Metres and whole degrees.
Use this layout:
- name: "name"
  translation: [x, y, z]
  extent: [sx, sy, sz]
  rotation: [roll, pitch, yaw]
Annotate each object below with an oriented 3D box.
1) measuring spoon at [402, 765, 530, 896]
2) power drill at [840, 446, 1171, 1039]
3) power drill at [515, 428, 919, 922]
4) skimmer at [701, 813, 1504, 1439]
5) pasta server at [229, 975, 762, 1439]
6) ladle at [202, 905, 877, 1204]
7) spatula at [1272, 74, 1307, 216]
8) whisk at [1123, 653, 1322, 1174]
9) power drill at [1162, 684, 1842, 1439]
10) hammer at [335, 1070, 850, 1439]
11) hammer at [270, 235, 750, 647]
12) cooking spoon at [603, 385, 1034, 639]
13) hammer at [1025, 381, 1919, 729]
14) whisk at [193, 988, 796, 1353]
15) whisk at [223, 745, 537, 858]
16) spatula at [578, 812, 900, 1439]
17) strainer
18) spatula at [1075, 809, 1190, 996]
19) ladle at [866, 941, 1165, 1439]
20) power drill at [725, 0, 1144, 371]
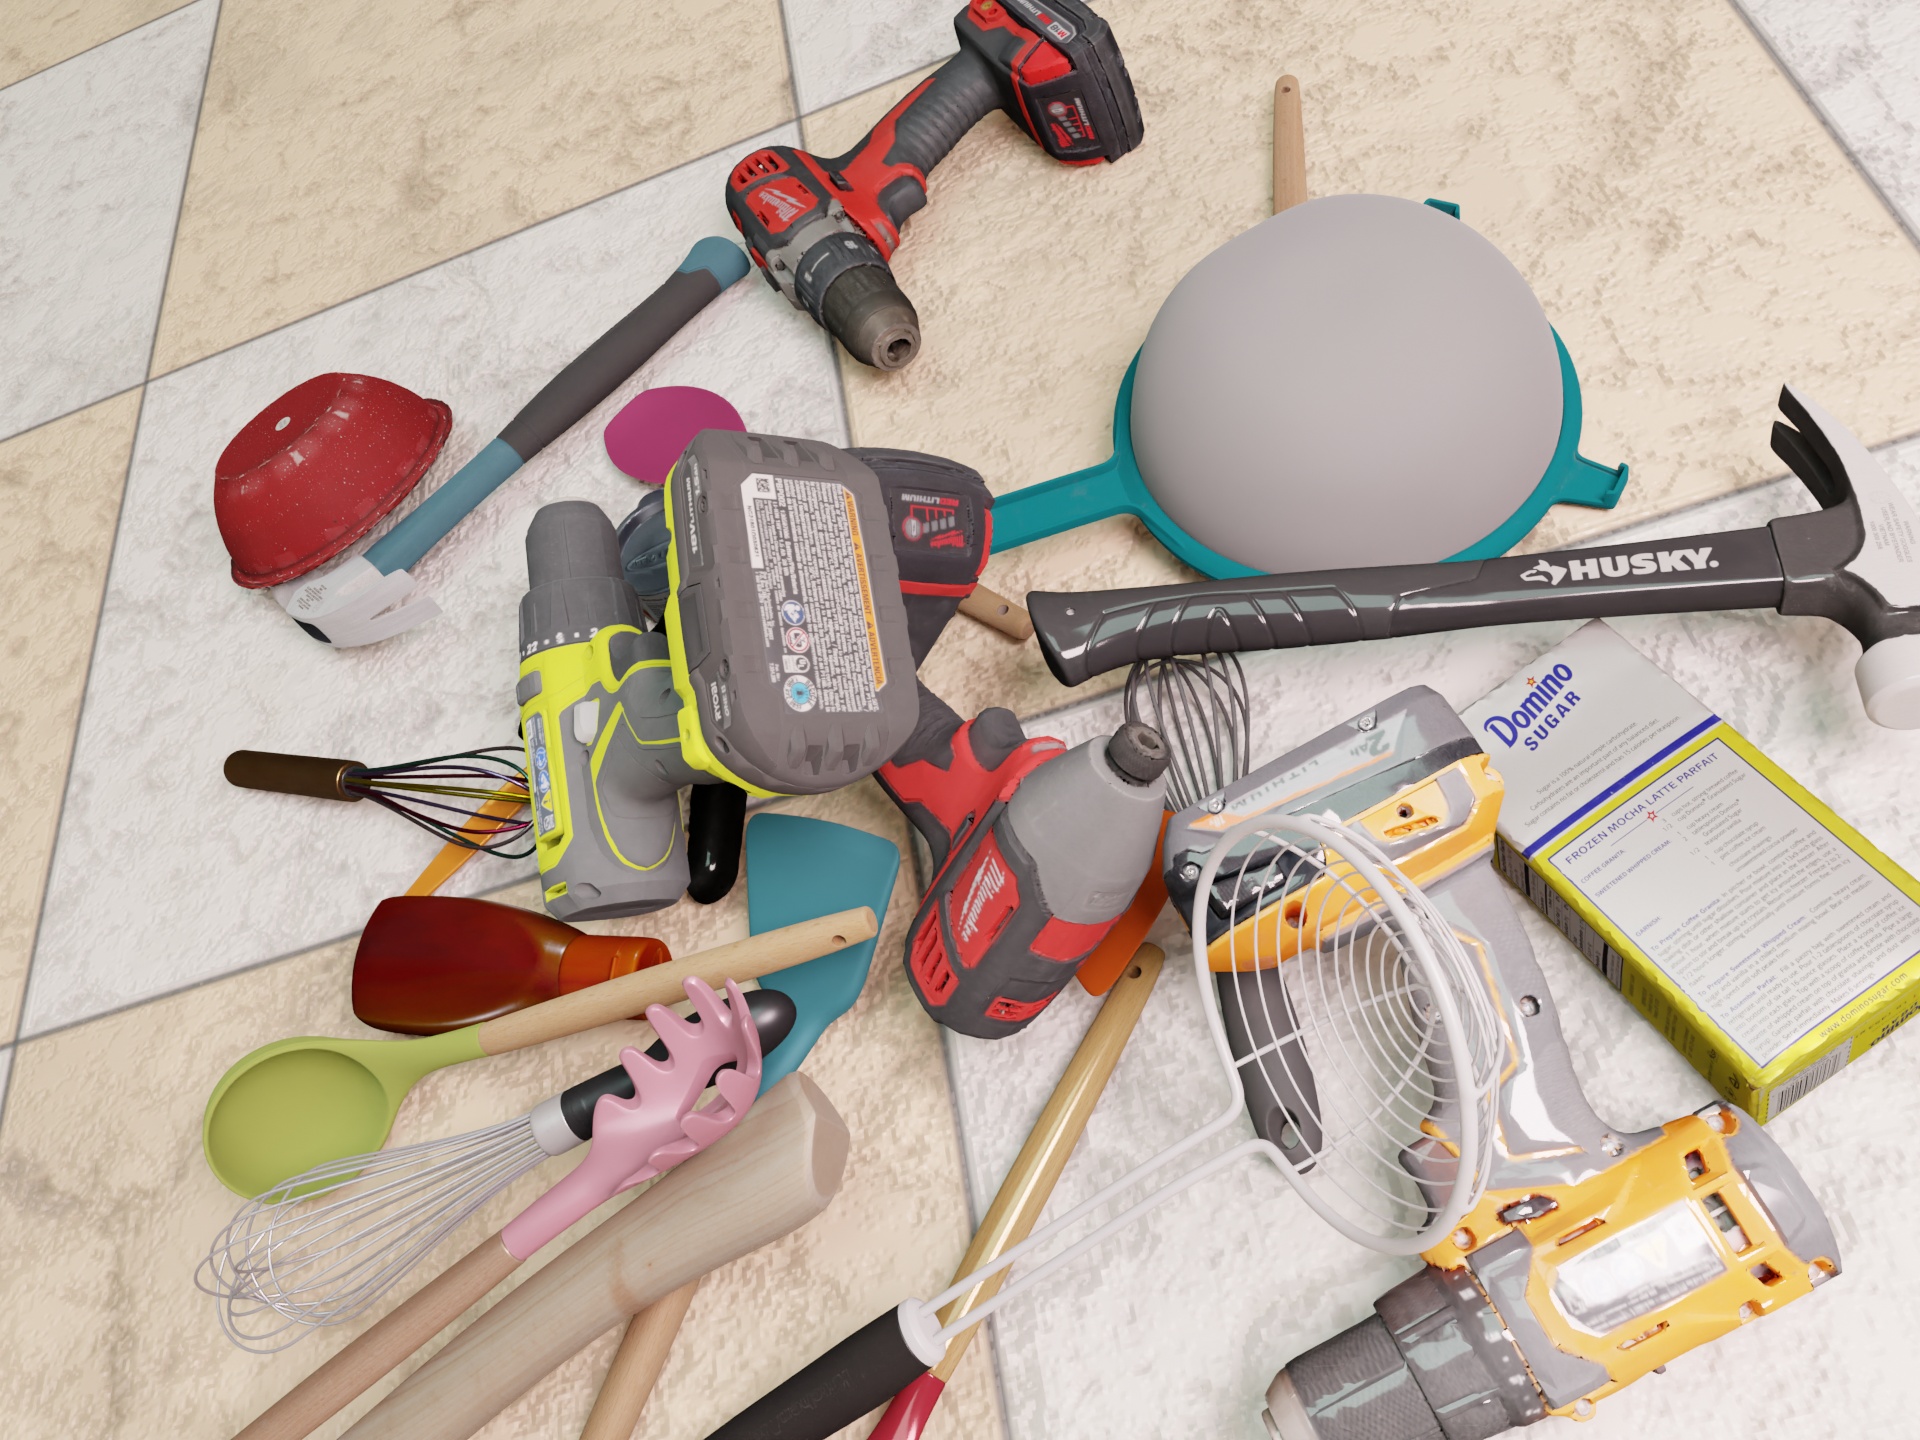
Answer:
- name: "measuring spoon"
  translation: [-0.246, 0.064, 0.797]
  extent: [0.021, 0.011, 0.117]
  rotation: [29, 70, 38]
- name: "power drill"
  translation: [-0.001, -0.002, 0.623]
  extent: [0.143, 0.078, 0.220]
  rotation: [-57, 47, 35]
- name: "power drill"
  translation: [-0.119, -0.030, 0.653]
  extent: [0.228, 0.080, 0.191]
  rotation: [-25, 71, 51]
- name: "skimmer"
  translation: [0.013, 0.167, 0.503]
  extent: [0.363, 0.090, 0.127]
  rotation: [-40, 58, 22]
- name: "pasta server"
  translation: [-0.193, 0.209, 0.596]
  extent: [0.316, 0.040, 0.060]
  rotation: [-38, 39, 3]
- name: "ladle"
  translation: [-0.181, 0.136, 0.669]
  extent: [0.320, 0.078, 0.062]
  rotation: [-19, 31, 17]
- name: "spatula"
  translation: [0.169, -0.212, 0.797]
  extent: [0.060, 0.018, 0.316]
  rotation: [-5, 60, 16]
- name: "whisk"
  translation: [0.108, 0.062, 0.637]
  extent: [0.055, 0.055, 0.239]
  rotation: [-16, 60, 12]
- name: "power drill"
  translation: [0.148, 0.125, 0.538]
  extent: [0.185, 0.084, 0.226]
  rotation: [-29, 71, 2]
- name: "hammer"
  translation: [-0.217, 0.269, 0.618]
  extent: [0.410, 0.038, 0.146]
  rotation: [-39, 52, 2]
- name: "hammer"
  translation: [-0.250, -0.165, 0.915]
  extent: [0.331, 0.033, 0.128]
  rotation: [-46, 40, -13]
- name: "cooking spoon"
  translation: [-0.082, -0.111, 0.833]
  extent: [0.319, 0.017, 0.069]
  rotation: [31, 72, 34]
- name: "hammer"
  translation: [0.190, -0.053, 0.625]
  extent: [0.335, 0.035, 0.146]
  rotation: [-4, 54, 14]
- name: "whisk"
  translation: [-0.190, 0.180, 0.650]
  extent: [0.284, 0.070, 0.070]
  rotation: [-28, 54, 9]
- name: "whisk"
  translation: [-0.291, 0.035, 0.810]
  extent: [0.245, 0.051, 0.047]
  rotation: [4, 21, 32]
- name: "spatula"
  translation: [-0.107, 0.190, 0.641]
  extent: [0.082, 0.044, 0.318]
  rotation: [10, 65, 31]
- name: "strainer"
  translation: [0.107, -0.141, 0.705]
  extent: [0.340, 0.095, 0.211]
  rotation: [-18, 59, 1]
- name: "spatula"
  translation: [-0.029, 0.014, 0.720]
  extent: [0.323, 0.041, 0.081]
  rotation: [30, 90, 35]
- name: "ladle"
  translation: [0.003, 0.219, 0.591]
  extent: [0.069, 0.031, 0.315]
  rotation: [17, 66, 33]
- name: "power drill"
  translation: [-0.010, -0.304, 0.891]
  extent: [0.226, 0.080, 0.188]
  rotation: [-35, 54, 1]
